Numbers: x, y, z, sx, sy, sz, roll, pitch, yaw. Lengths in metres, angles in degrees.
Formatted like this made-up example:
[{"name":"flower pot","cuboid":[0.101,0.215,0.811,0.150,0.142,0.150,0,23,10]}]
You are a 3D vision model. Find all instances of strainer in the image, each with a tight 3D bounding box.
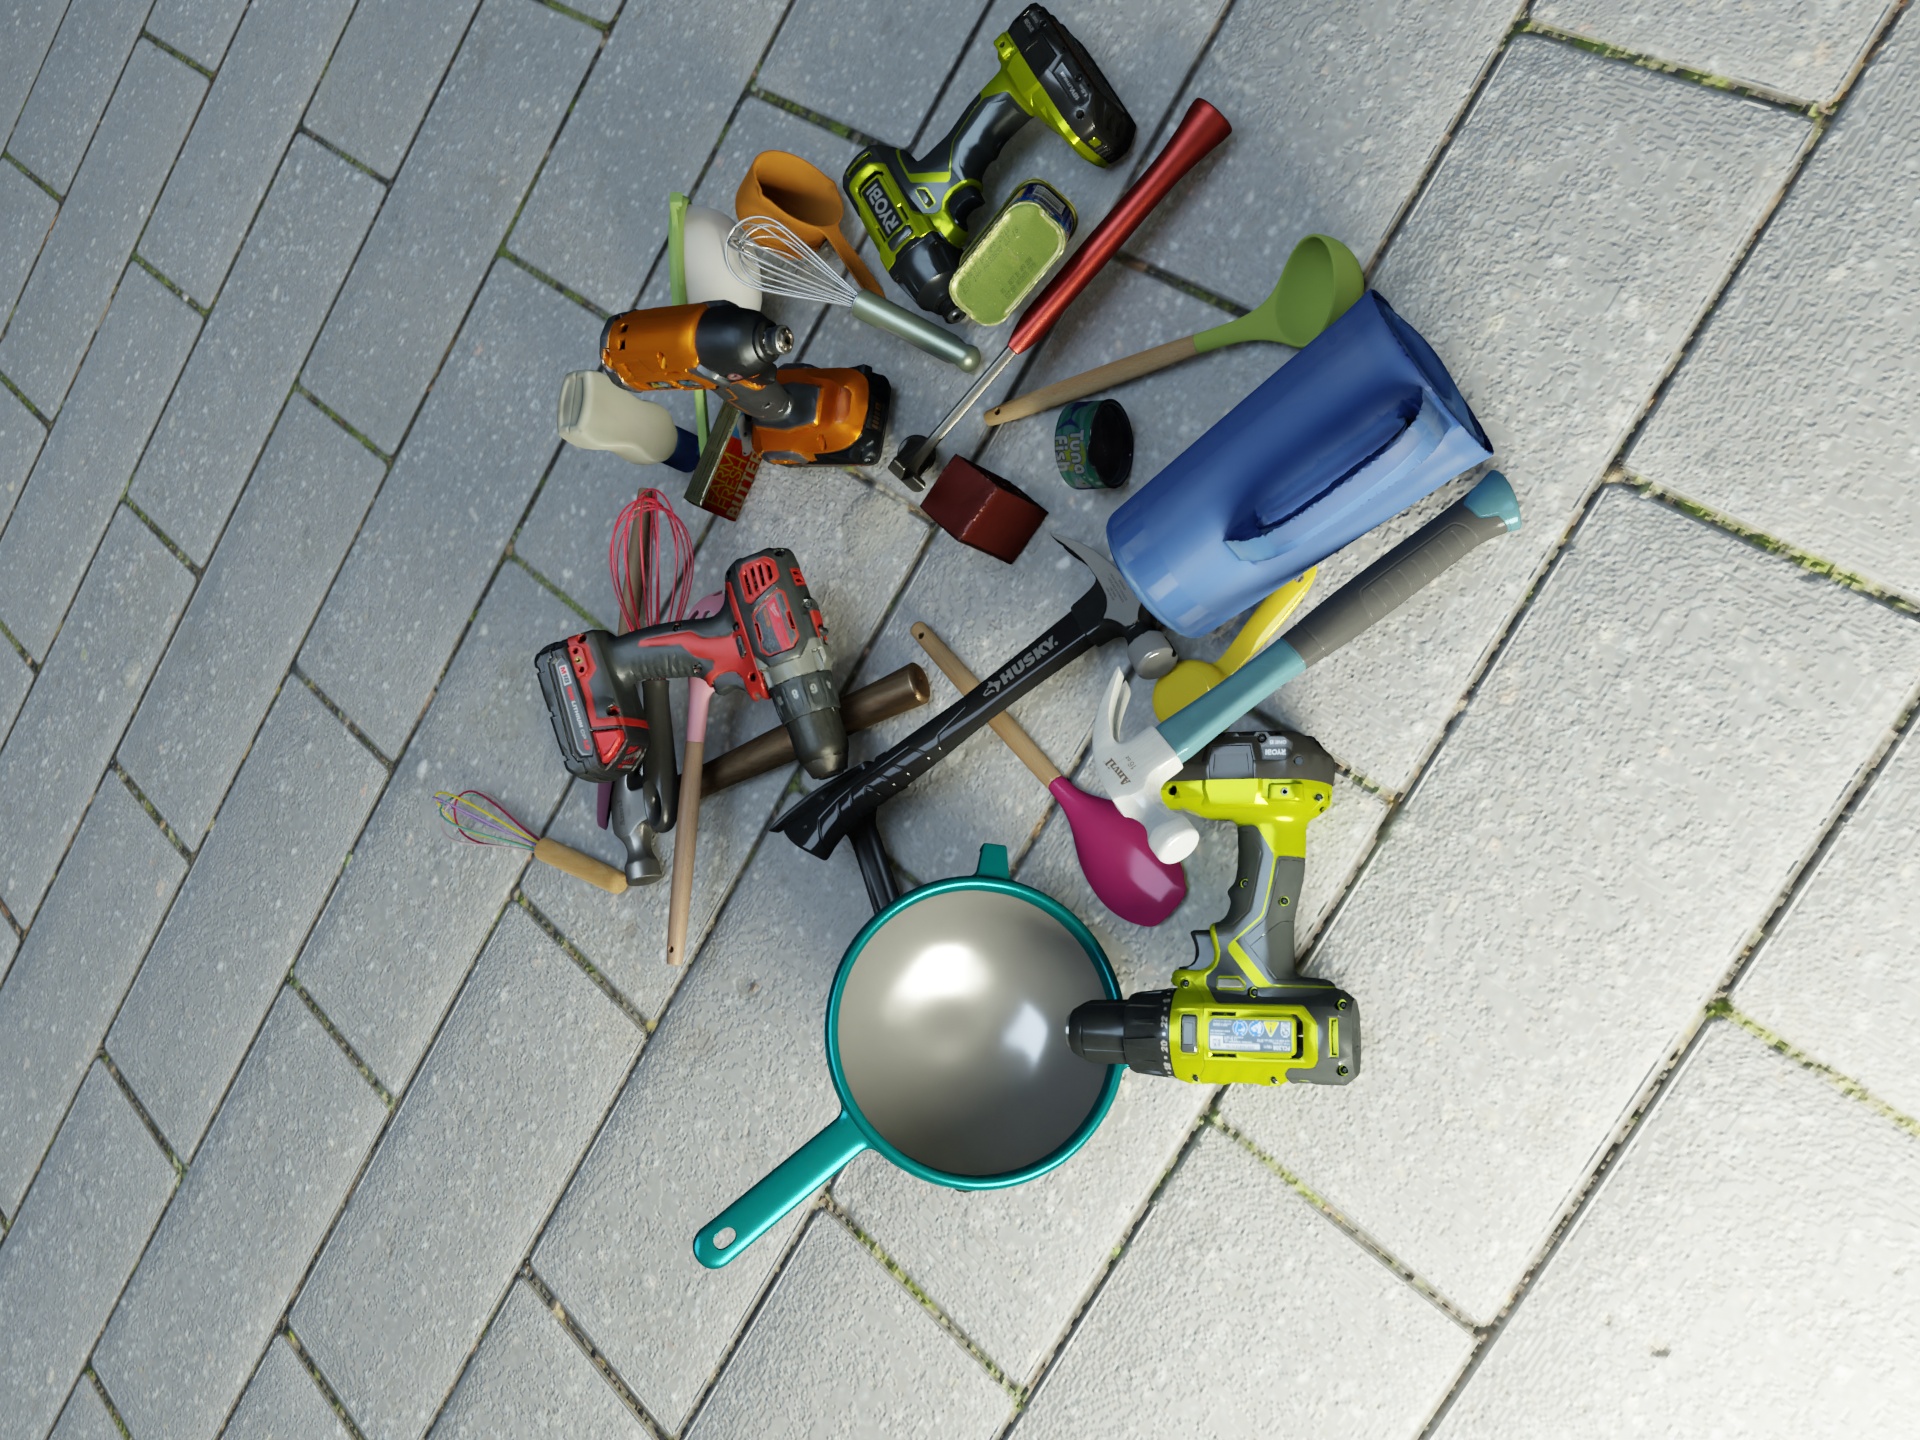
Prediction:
[{"name":"strainer","cuboid":[-0.045,0.256,1.101,0.340,0.095,0.211,-37,86,-17]},{"name":"strainer","cuboid":[-0.207,-0.331,1.399,0.069,0.151,0.256,-4,98,0]}]

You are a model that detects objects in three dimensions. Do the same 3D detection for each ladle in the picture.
[{"name":"ladle","cuboid":[0.146,-0.275,1.178,0.320,0.062,0.078,-13,74,32]}]

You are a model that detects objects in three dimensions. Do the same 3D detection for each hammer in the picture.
[{"name":"hammer","cuboid":[-0.002,-0.004,1.196,0.334,0.035,0.146,-37,52,15]},{"name":"hammer","cuboid":[0.227,-0.050,1.029,0.331,0.033,0.128,-36,55,-1]},{"name":"hammer","cuboid":[-0.166,0.026,1.331,0.331,0.031,0.130,-24,69,26]},{"name":"hammer","cuboid":[0.072,-0.319,1.205,0.036,0.149,0.359,41,100,-10]},{"name":"hammer","cuboid":[-0.047,0.196,1.219,0.127,0.034,0.337,-30,66,23]}]

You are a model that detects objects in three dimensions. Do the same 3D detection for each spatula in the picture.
[{"name":"spatula","cuboid":[-0.303,-0.060,1.430,0.018,0.059,0.316,4,77,1]}]

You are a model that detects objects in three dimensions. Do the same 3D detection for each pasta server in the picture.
[{"name":"pasta server","cuboid":[-0.219,0.045,1.327,0.060,0.040,0.316,3,87,32]}]

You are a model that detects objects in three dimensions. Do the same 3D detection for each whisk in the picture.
[{"name":"whisk","cuboid":[-0.260,-0.052,1.352,0.073,0.073,0.296,-7,84,31]},{"name":"whisk","cuboid":[-0.090,-0.347,1.311,0.246,0.058,0.059,30,105,12]},{"name":"whisk","cuboid":[-0.396,0.112,1.459,0.245,0.051,0.047,18,112,30]}]

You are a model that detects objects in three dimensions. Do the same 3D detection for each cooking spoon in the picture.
[{"name":"cooking spoon","cuboid":[0.056,0.030,1.196,0.068,0.017,0.319,-49,60,14]}]

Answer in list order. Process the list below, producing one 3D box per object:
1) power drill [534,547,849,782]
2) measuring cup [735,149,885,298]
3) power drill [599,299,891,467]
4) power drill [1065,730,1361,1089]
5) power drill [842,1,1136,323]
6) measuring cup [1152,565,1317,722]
[{"name":"power drill","cuboid":[-0.206,-0.017,1.271,0.226,0.080,0.188,-20,84,8]},{"name":"measuring cup","cuboid":[-0.127,-0.409,1.374,0.173,0.095,0.052,54,133,5]},{"name":"power drill","cuboid":[-0.150,-0.267,1.259,0.164,0.226,0.084,4,83,33]},{"name":"power drill","cuboid":[0.165,0.127,1.058,0.190,0.080,0.228,-2,79,21]},{"name":"power drill","cuboid":[0.022,-0.441,1.278,0.223,0.080,0.171,-37,67,25]},{"name":"measuring cup","cuboid":[0.193,-0.053,1.117,0.156,0.029,0.062,-52,59,16]}]
